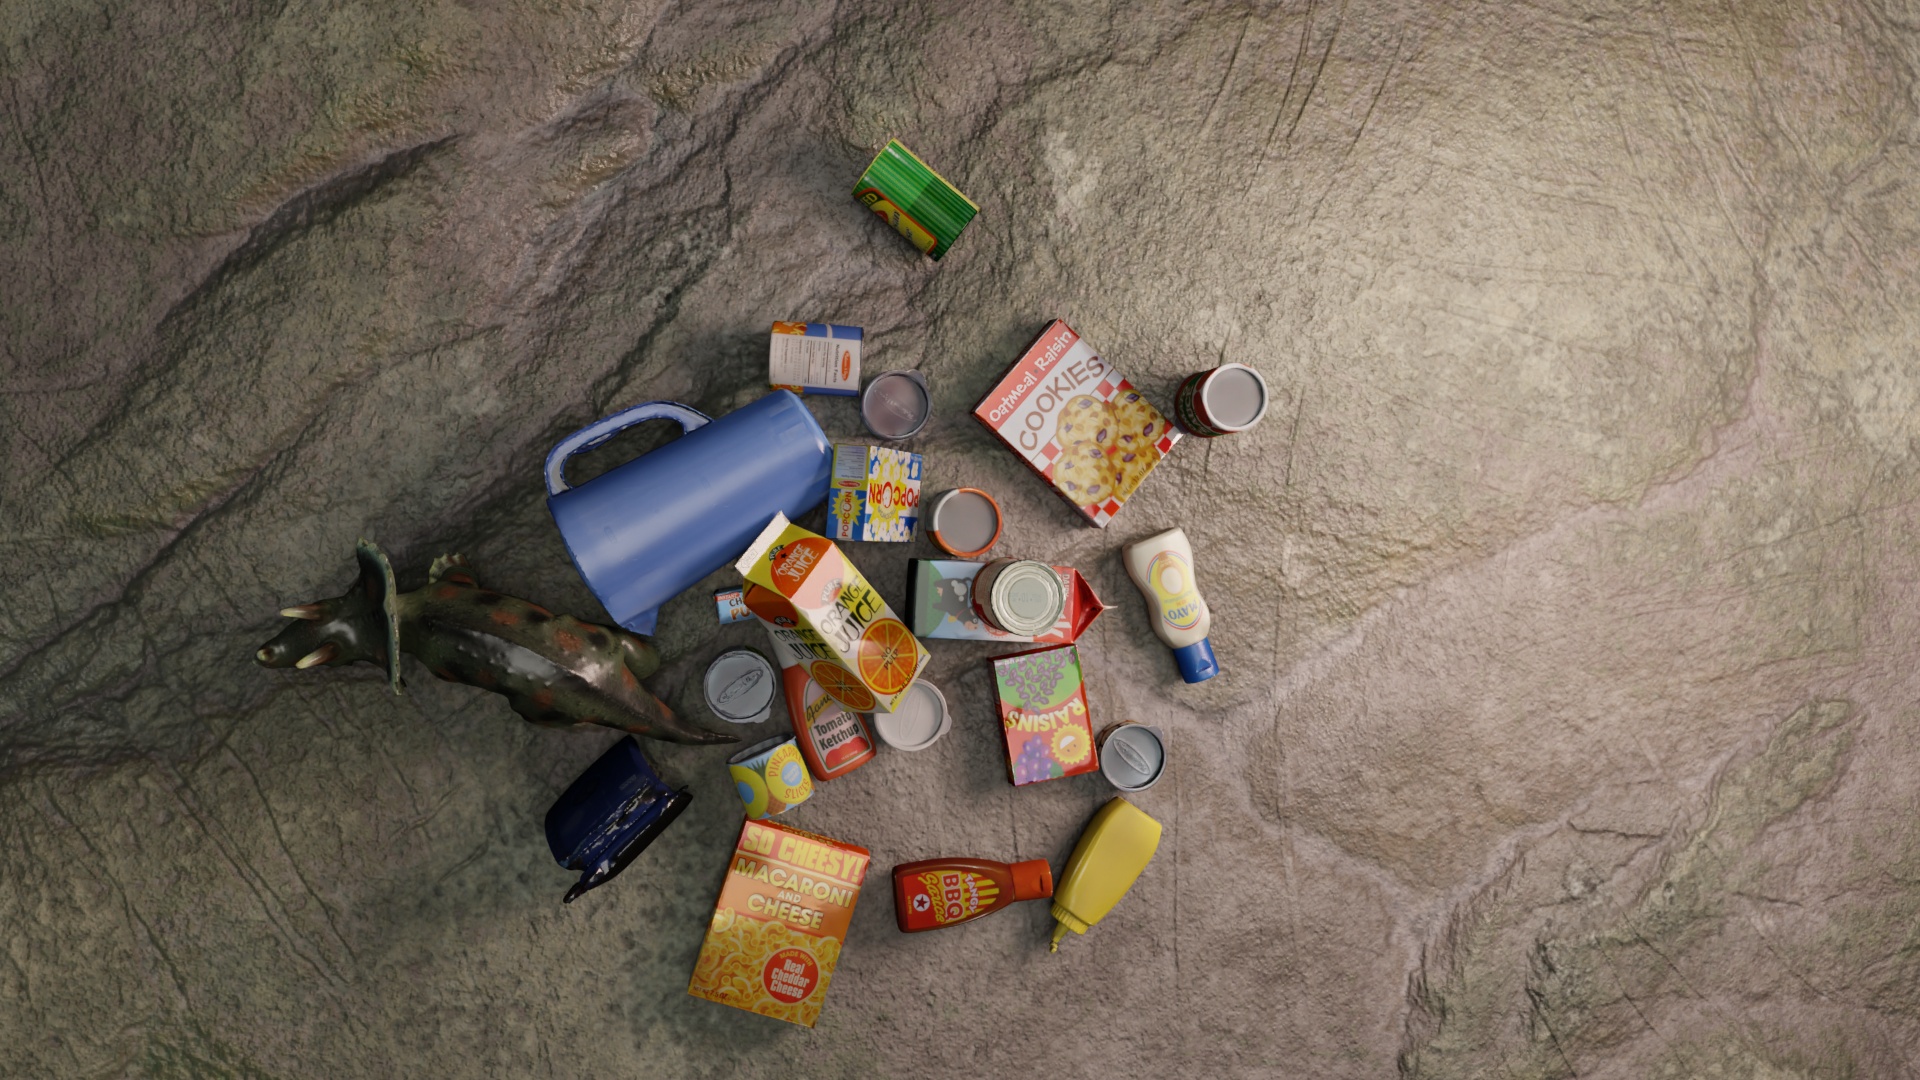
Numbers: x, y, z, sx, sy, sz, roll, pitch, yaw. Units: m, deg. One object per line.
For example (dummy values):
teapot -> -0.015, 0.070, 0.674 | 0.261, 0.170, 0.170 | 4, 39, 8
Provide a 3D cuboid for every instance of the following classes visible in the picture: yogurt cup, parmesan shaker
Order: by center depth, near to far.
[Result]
parmesan shaker -> -0.041, -0.316, 1.292 | 0.103, 0.071, 0.071 | 38, 85, -7
yogurt cup -> -0.049, 0.160, 1.302 | 0.072, 0.054, 0.072 | 0, 90, -9

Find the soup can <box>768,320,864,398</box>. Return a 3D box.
soup can -> -0.132, -0.167, 1.281 | 0.084, 0.071, 0.071 | 4, 90, -5

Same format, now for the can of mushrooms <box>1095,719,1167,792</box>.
can of mushrooms -> 0.166, 0.207, 1.347 | 0.071, 0.033, 0.071 | 0, 90, -8

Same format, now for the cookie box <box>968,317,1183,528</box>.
cookie box -> 0.110, -0.112, 1.334 | 0.167, 0.040, 0.123 | 42, 84, -8

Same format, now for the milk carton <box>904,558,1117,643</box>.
milk carton -> 0.047, 0.057, 1.307 | 0.191, 0.072, 0.073 | 3, 90, -9

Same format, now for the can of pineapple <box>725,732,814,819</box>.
can of pineapple -> -0.173, 0.216, 1.275 | 0.071, 0.071, 0.058 | -22, 95, -8

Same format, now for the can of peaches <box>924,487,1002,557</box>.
can of peaches -> 0.005, -0.016, 1.307 | 0.071, 0.058, 0.071 | 0, 90, -9

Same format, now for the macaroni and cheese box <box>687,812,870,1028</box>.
macaroni and cheese box -> -0.168, 0.352, 1.291 | 0.124, 0.040, 0.166 | 19, 88, -9

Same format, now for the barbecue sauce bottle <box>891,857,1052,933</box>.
barbecue sauce bottle -> 0.011, 0.330, 1.318 | 0.149, 0.043, 0.065 | -6, 90, -9

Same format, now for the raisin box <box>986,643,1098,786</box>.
raisin box -> 0.078, 0.166, 1.330 | 0.086, 0.040, 0.123 | -10, 91, -10

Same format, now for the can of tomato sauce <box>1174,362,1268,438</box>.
can of tomato sauce -> 0.248, -0.133, 1.333 | 0.071, 0.083, 0.071 | 0, 90, -9

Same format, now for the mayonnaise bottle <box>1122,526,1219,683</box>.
mayonnaise bottle -> 0.210, 0.064, 1.349 | 0.065, 0.041, 0.148 | -22, 93, -10

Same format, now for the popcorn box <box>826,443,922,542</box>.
popcorn box -> -0.076, -0.041, 1.261 | 0.038, 0.127, 0.085 | 5, 91, 20

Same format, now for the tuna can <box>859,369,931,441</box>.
tuna can -> -0.060, -0.129, 1.309 | 0.071, 0.033, 0.071 | 0, 91, -9

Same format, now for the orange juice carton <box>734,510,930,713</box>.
orange juice carton -> -0.120, 0.065, 1.231 | 0.192, 0.073, 0.072 | 51, 55, -25

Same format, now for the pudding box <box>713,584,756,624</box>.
pudding box -> -0.184, 0.054, 1.282 | 0.084, 0.049, 0.030 | -11, 94, -9

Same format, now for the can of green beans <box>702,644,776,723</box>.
can of green beans -> -0.202, 0.131, 1.275 | 0.071, 0.058, 0.071 | 0, 90, -9

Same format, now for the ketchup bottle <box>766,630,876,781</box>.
ketchup bottle -> -0.135, 0.145, 1.293 | 0.065, 0.043, 0.148 | -25, 94, -23

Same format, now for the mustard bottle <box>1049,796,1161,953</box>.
mustard bottle -> 0.128, 0.325, 1.334 | 0.065, 0.049, 0.160 | 36, 86, -7
